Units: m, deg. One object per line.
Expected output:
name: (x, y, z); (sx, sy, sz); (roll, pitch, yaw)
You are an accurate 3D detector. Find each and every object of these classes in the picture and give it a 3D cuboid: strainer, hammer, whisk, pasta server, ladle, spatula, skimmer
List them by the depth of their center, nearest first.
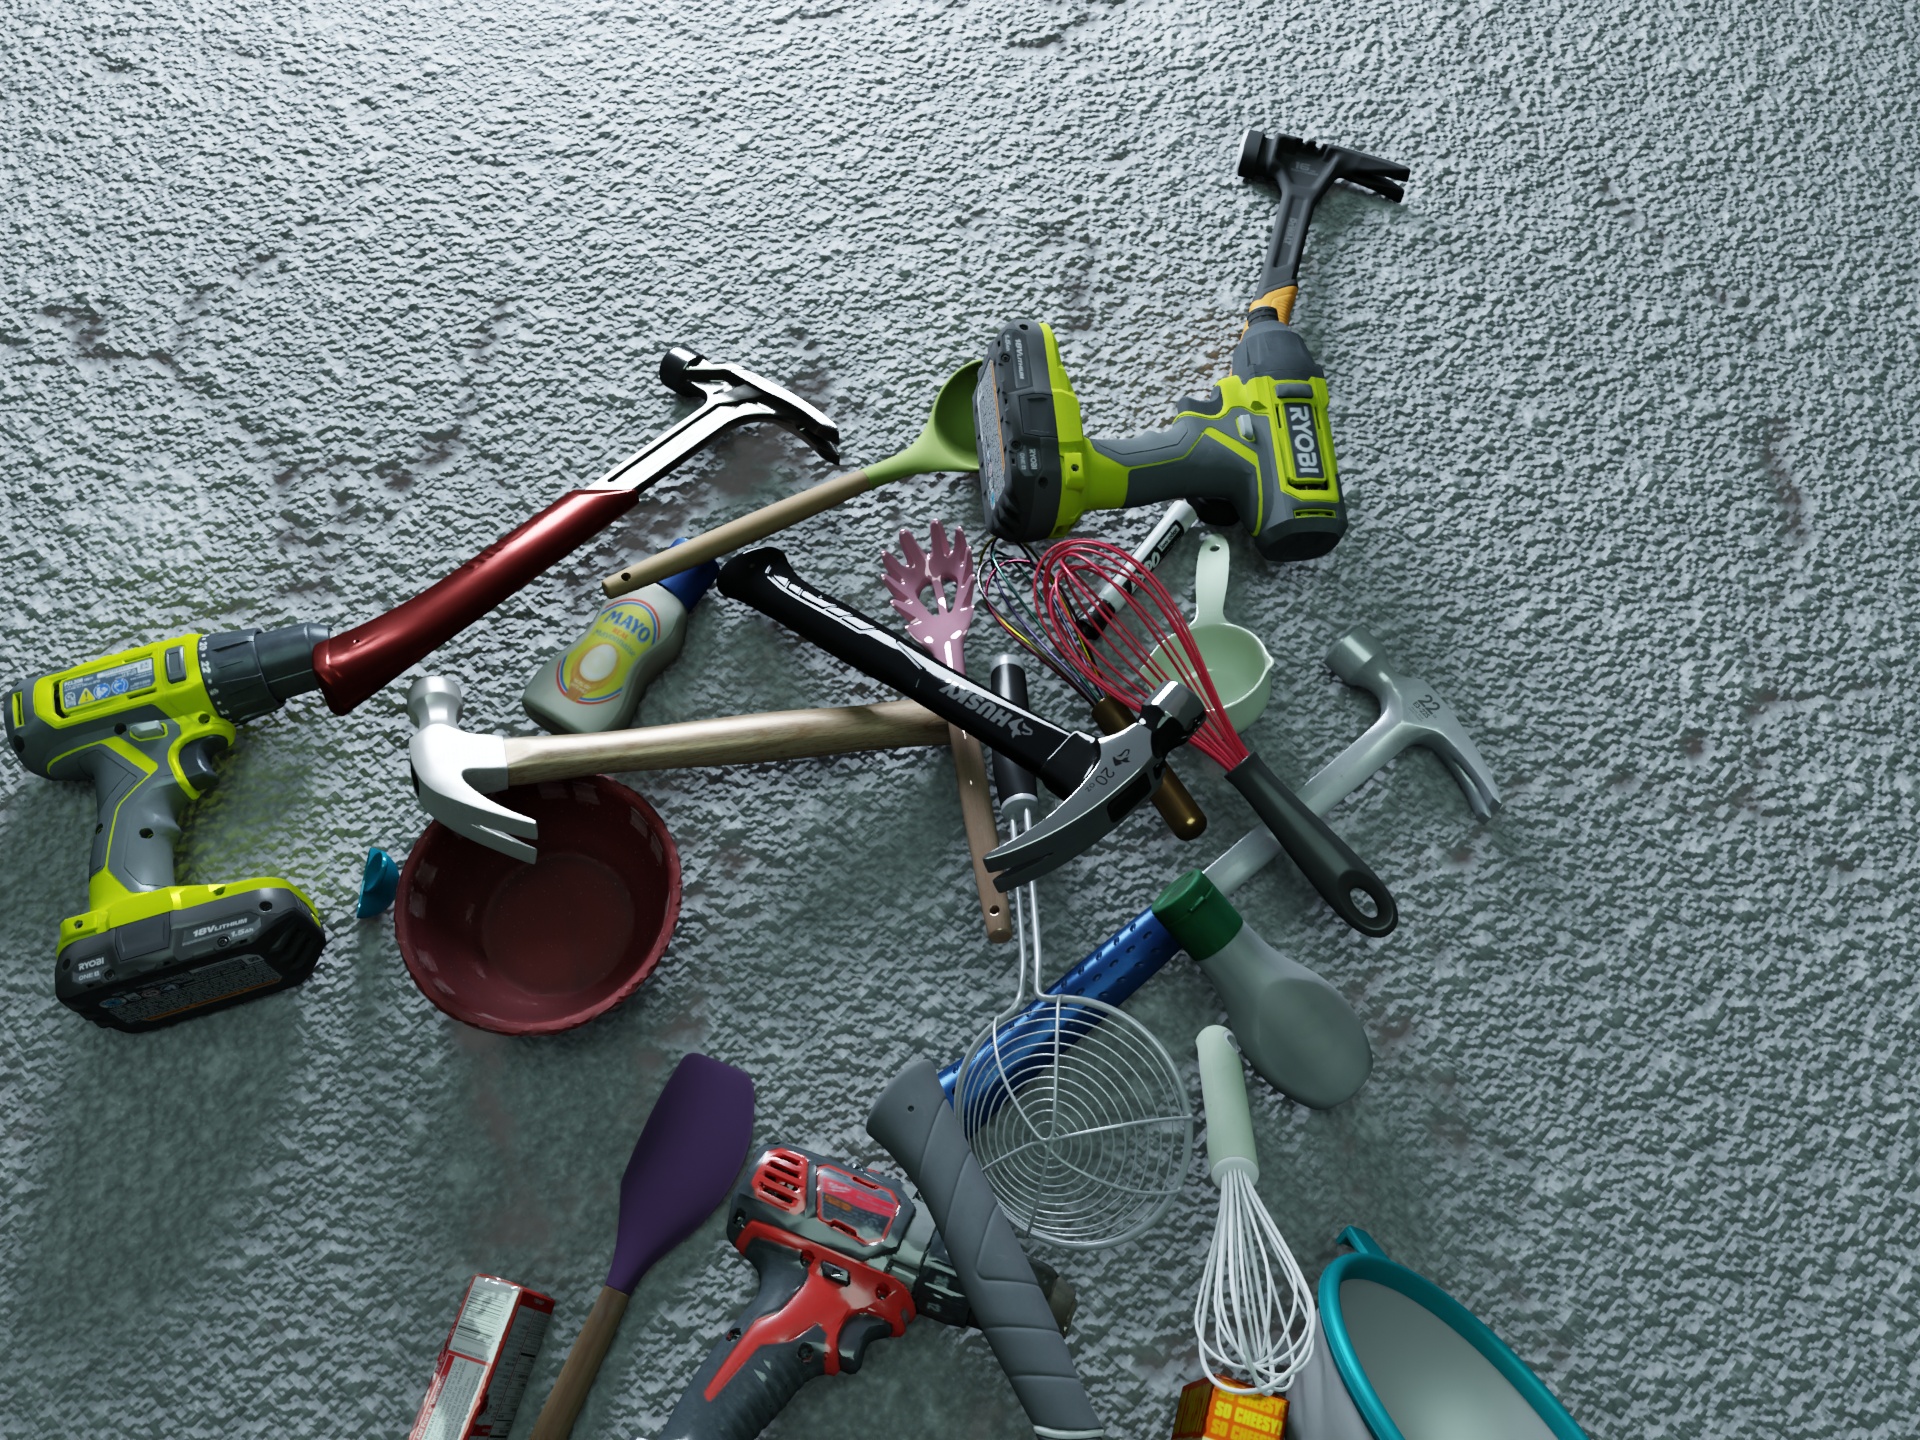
strainer: (0.204, 0.373, 0.694); (0.211, 0.340, 0.095); (43, 107, 11)
hammer: (0.062, 0.331, 0.703); (0.149, 0.036, 0.409); (-27, 60, -6)
whisk: (0.140, 0.237, 0.808); (0.059, 0.057, 0.246); (-29, 22, 17)
spatula: (-0.191, 0.327, 0.839); (0.060, 0.018, 0.316); (21, 65, 8)
skimmer: (0.050, 0.111, 0.901); (0.127, 0.090, 0.364); (-24, 41, 20)
whisk: (0.149, 0.010, 0.921); (0.073, 0.073, 0.296); (-39, 84, -17)
hammer: (-0.031, -0.024, 0.930); (0.335, 0.035, 0.146); (31, 68, 35)
hammer: (-0.149, 0.015, 0.935); (0.331, 0.031, 0.130); (-5, 44, -19)
hammer: (0.146, 0.107, 0.938); (0.405, 0.035, 0.144); (-37, 71, -17)
pasta server: (-0.001, -0.003, 0.941); (0.060, 0.040, 0.317); (-17, 46, 7)
whisk: (0.077, -0.023, 0.983); (0.047, 0.051, 0.245); (-37, 62, 8)
hammer: (-0.241, -0.116, 0.989); (0.149, 0.036, 0.359); (31, 56, 23)
ladle: (-0.083, -0.151, 1.019); (0.320, 0.062, 0.078); (-27, 72, -23)
hammer: (0.225, -0.279, 1.122); (0.127, 0.034, 0.337); (15, 66, 7)

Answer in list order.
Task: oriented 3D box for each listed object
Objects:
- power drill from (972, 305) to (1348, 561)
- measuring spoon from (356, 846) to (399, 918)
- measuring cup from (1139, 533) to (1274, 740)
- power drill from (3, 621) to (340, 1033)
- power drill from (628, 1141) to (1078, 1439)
power drill: (0.126, -0.188, 1.012); (0.223, 0.080, 0.171); (-2, 72, -12)
measuring spoon: (-0.323, 0.089, 0.896); (0.021, 0.128, 0.042); (12, 75, -23)
measuring cup: (0.162, -0.054, 1.018); (0.083, 0.038, 0.168); (-4, 45, 17)
power drill: (-0.447, 0.049, 0.935); (0.190, 0.080, 0.229); (-16, 64, -8)
power drill: (-0.059, 0.332, 0.783); (0.188, 0.080, 0.227); (19, 48, 11)
